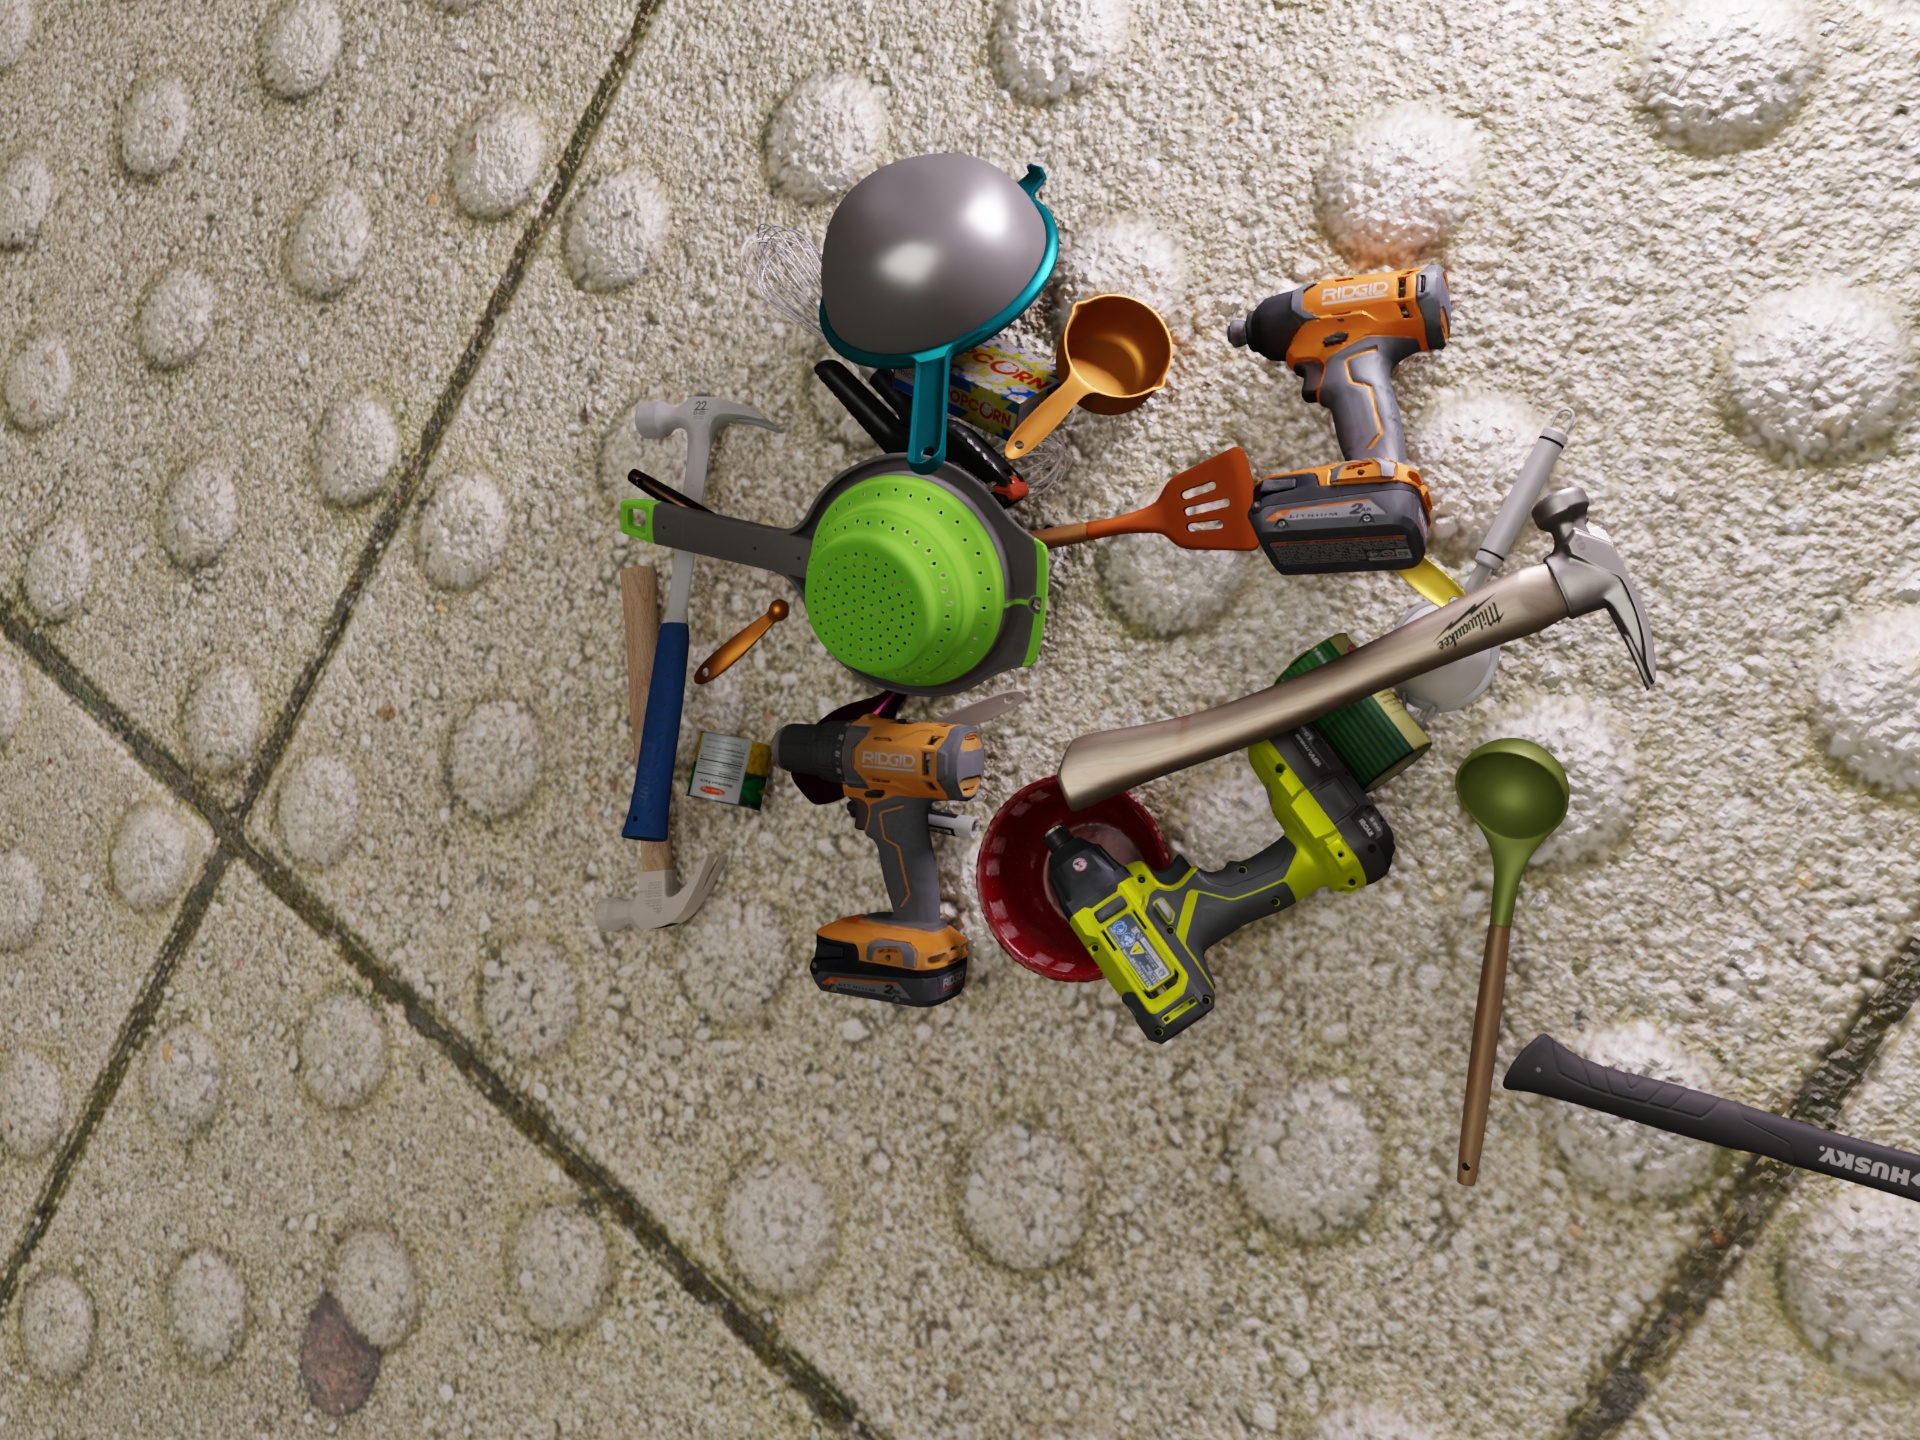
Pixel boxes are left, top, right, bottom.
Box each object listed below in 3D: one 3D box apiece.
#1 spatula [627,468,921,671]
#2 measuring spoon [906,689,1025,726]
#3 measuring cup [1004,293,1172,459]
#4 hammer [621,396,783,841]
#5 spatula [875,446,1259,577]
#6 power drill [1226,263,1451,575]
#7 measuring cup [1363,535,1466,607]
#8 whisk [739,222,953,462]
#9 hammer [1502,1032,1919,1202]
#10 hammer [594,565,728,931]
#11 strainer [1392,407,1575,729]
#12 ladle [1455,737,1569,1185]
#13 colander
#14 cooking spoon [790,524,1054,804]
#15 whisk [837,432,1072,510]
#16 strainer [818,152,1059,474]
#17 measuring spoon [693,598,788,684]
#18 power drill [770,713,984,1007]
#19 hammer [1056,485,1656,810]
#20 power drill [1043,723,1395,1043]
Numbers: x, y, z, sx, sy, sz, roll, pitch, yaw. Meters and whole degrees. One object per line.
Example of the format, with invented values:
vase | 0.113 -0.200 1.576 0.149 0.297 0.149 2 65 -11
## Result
spatula | -0.156 -0.138 1.361 0.316 0.018 0.059 31 104 13
measuring spoon | -0.002 -0.004 1.327 0.124 0.034 0.018 -21 34 17
measuring cup | 0.090 -0.256 1.248 0.095 0.052 0.173 44 76 2
hammer | -0.247 -0.095 1.407 0.144 0.035 0.406 0 77 24
spatula | 0.077 -0.148 1.273 0.322 0.041 0.081 -9 94 15
power drill | 0.269 -0.223 1.163 0.164 0.084 0.227 -1 68 25
measuring cup | 0.317 -0.122 1.166 0.062 0.029 0.157 -46 59 7
whisk | -0.095 -0.326 1.376 0.070 0.070 0.285 -43 75 16
hammer | 0.531 0.279 1.047 0.335 0.035 0.146 13 91 25
hammer | -0.281 0.023 1.446 0.130 0.031 0.331 -8 82 25
strainer | 0.376 -0.110 1.149 0.087 0.050 0.258 30 96 38
ladle | 0.373 0.171 1.119 0.078 0.062 0.320 8 92 34
colander | -0.129 -0.121 1.286 0.397 0.094 0.204 14 116 21
cooking spoon | -0.031 -0.048 1.342 0.319 0.017 0.069 -45 75 15
whisk | -0.019 -0.193 1.334 0.246 0.059 0.058 -12 64 28
strainer | -0.035 -0.338 1.240 0.211 0.095 0.341 -12 50 17
measuring spoon | -0.199 -0.070 1.426 0.117 0.011 0.021 -38 72 18
power drill | -0.075 0.107 1.303 0.185 0.084 0.226 5 96 26
hammer | 0.265 -0.017 1.110 0.410 0.038 0.146 -23 73 11
power drill | 0.183 0.103 1.155 0.223 0.080 0.171 -33 74 -3
